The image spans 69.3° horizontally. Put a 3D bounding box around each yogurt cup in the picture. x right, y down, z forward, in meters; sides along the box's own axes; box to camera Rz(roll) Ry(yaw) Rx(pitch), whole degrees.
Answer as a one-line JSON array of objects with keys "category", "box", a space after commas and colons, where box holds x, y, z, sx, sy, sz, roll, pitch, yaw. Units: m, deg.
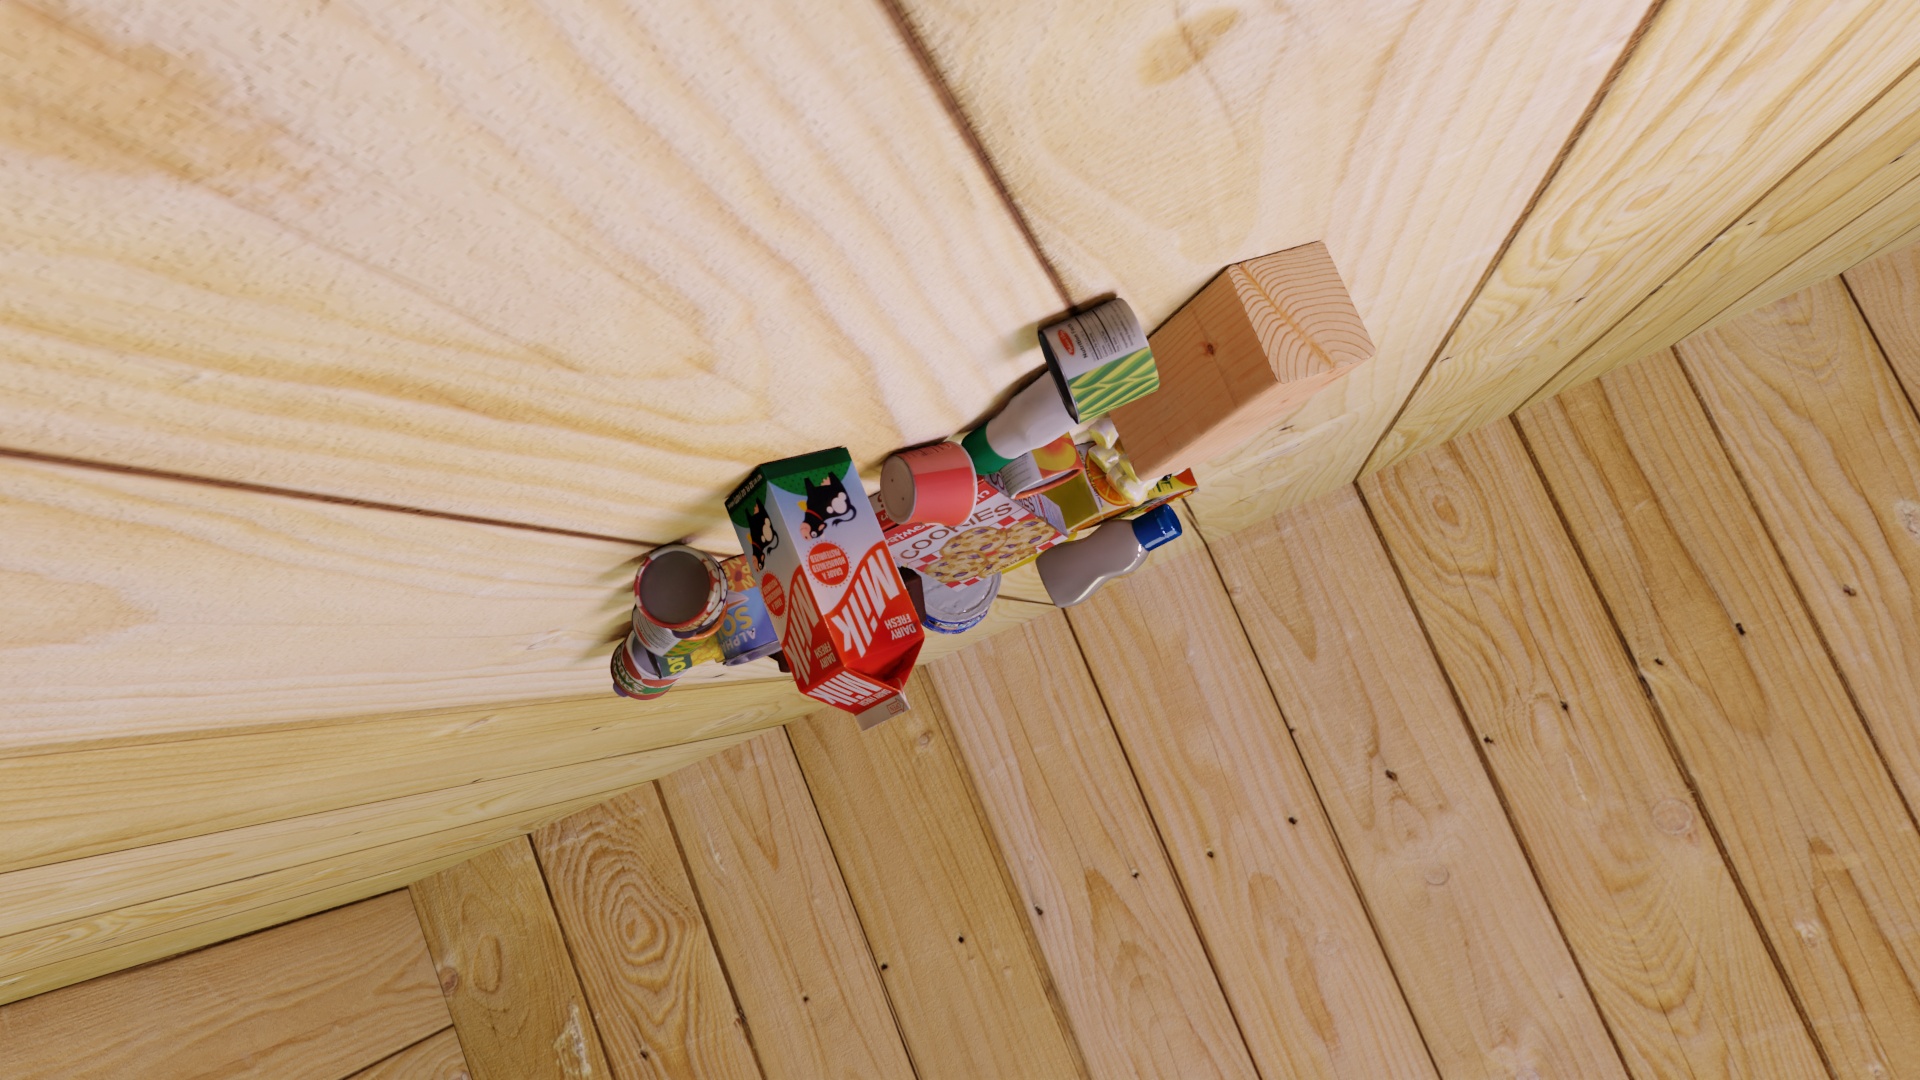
[{"category": "yogurt cup", "box": [-0.027, -0.042, 1.078, 0.054, 0.072, 0.072, -7, 165, -33]}]

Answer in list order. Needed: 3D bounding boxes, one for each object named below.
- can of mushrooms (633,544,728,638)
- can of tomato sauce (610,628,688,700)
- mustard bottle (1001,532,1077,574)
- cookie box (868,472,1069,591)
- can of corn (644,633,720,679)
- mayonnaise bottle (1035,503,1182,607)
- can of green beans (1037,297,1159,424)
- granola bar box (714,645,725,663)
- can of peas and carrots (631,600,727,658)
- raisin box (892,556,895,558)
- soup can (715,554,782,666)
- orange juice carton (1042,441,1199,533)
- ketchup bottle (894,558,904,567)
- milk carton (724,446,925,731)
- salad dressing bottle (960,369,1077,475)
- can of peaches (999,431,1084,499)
[{"category": "can of mushrooms", "box": [-0.215, 0.039, 1.067, 0.071, 0.071, 0.033, -23, 170, 2]}, {"category": "can of tomato sauce", "box": [-0.298, 0.113, 1.336, 0.071, 0.071, 0.082, -18, 169, -30]}, {"category": "mustard bottle", "box": [0.061, 0.010, 1.690, 0.160, 0.049, 0.065, -25, 171, 23]}, {"category": "cookie box", "box": [0.004, -0.015, 1.229, 0.122, 0.040, 0.167, -26, 152, 20]}, {"category": "can of corn", "box": [-0.257, 0.087, 1.264, 0.058, 0.071, 0.071, -21, 171, -18]}, {"category": "mayonnaise bottle", "box": [0.150, 0.012, 1.391, 0.148, 0.065, 0.041, -29, 168, 23]}, {"category": "can of green beans", "box": [0.089, -0.116, 0.894, 0.058, 0.071, 0.071, -23, 172, 0]}, {"category": "granola bar box", "box": [-0.188, 0.091, 1.578, 0.124, 0.039, 0.166, -27, 170, 29]}, {"category": "can of peas and carrots", "box": [-0.233, 0.058, 1.162, 0.071, 0.071, 0.058, -17, 169, -33]}, {"category": "raisin box", "box": [-0.131, 0.024, 1.306, 0.124, 0.040, 0.086, -17, 171, -26]}, {"category": "soup can", "box": [-0.191, 0.061, 1.223, 0.071, 0.084, 0.071, -22, 171, -3]}, {"category": "orange juice carton", "box": [0.170, -0.065, 1.415, 0.193, 0.072, 0.072, -15, 169, -40]}, {"category": "ketchup bottle", "box": [-0.008, -0.016, 1.357, 0.149, 0.043, 0.064, -23, 173, 4]}, {"category": "milk carton", "box": [-0.089, 0.038, 0.974, 0.074, 0.190, 0.072, -16, 170, -36]}, {"category": "salad dressing bottle", "box": [0.054, -0.091, 1.043, 0.064, 0.044, 0.147, -17, 171, -39]}, {"category": "can of peaches", "box": [0.062, -0.072, 1.130, 0.071, 0.058, 0.071, -22, 171, -3]}]
